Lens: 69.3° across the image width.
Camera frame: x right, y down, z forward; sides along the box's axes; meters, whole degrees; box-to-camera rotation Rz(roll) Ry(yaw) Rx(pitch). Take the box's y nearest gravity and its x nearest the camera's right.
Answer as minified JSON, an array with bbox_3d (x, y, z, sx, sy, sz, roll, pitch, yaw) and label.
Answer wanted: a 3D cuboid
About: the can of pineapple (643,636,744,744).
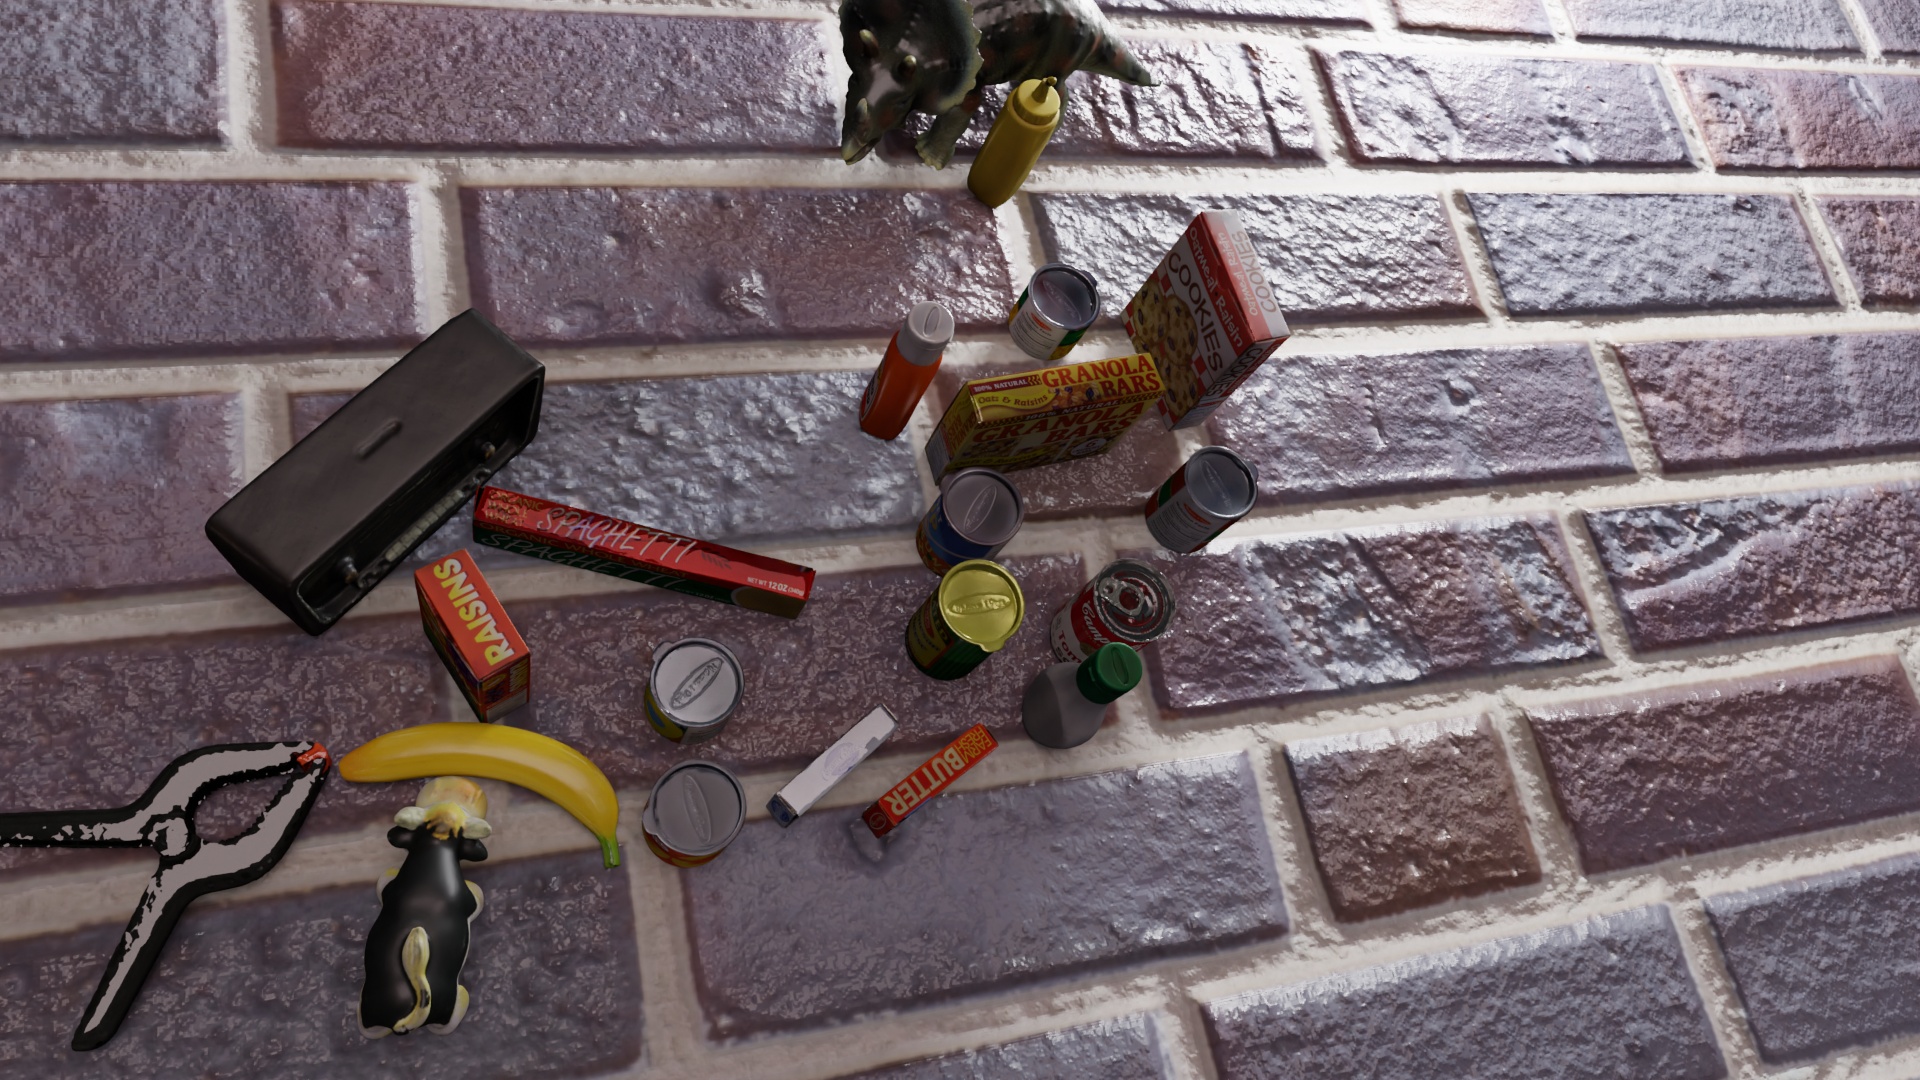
[{"bbox_3d":[-0.193,0.107,0.999,0.071,0.057,0.071,7,67,-16],"label":"can of pineapple"}]

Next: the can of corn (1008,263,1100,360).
[{"bbox_3d":[0.083,-0.201,1.217,0.071,0.058,0.071,7,67,-16],"label":"can of corn"}]

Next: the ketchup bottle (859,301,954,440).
[{"bbox_3d":[-0.042,-0.137,1.099,0.043,0.148,0.065,20,64,-10],"label":"ketchup bottle"}]

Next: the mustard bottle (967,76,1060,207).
[{"bbox_3d":[0.052,-0.357,1.214,0.049,0.159,0.065,35,63,-2],"label":"mustard bottle"}]

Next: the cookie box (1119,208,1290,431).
[{"bbox_3d":[0.205,-0.185,1.189,0.040,0.166,0.123,-13,73,-22],"label":"cookie box"}]

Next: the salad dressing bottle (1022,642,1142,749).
[{"bbox_3d":[0.090,0.115,1.039,0.044,0.147,0.064,-9,72,-21],"label":"salad dressing bottle"}]

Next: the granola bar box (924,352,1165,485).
[{"bbox_3d":[0.066,-0.099,1.132,0.166,0.123,0.039,-12,73,-22],"label":"granola bar box"}]

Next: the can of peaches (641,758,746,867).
[{"bbox_3d":[-0.188,0.191,0.966,0.071,0.057,0.071,7,67,-16],"label":"can of peaches"}]

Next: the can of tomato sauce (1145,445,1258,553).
[{"bbox_3d":[0.203,-0.034,1.174,0.071,0.082,0.071,7,67,-16],"label":"can of tomato sauce"}]

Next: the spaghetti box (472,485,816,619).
[{"bbox_3d":[-0.234,0.011,1.030,0.250,0.050,0.029,15,65,-12],"label":"spaghetti box"}]

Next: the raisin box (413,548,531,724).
[{"bbox_3d":[-0.328,0.067,0.935,0.040,0.123,0.086,-30,80,-26],"label":"raisin box"}]

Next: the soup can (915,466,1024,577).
[{"bbox_3d":[0.004,-0.014,1.099,0.071,0.083,0.071,7,67,-16],"label":"soup can"}]

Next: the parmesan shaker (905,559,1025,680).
[{"bbox_3d":[0.002,0.065,1.055,0.071,0.102,0.071,7,67,-16],"label":"parmesan shaker"}]

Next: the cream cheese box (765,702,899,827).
[{"bbox_3d":[-0.093,0.164,1.011,0.104,0.053,0.024,-40,85,-27],"label":"cream cheese box"}]

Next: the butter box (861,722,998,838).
[{"bbox_3d":[-0.023,0.177,1.029,0.104,0.053,0.024,-34,82,-27],"label":"butter box"}]
